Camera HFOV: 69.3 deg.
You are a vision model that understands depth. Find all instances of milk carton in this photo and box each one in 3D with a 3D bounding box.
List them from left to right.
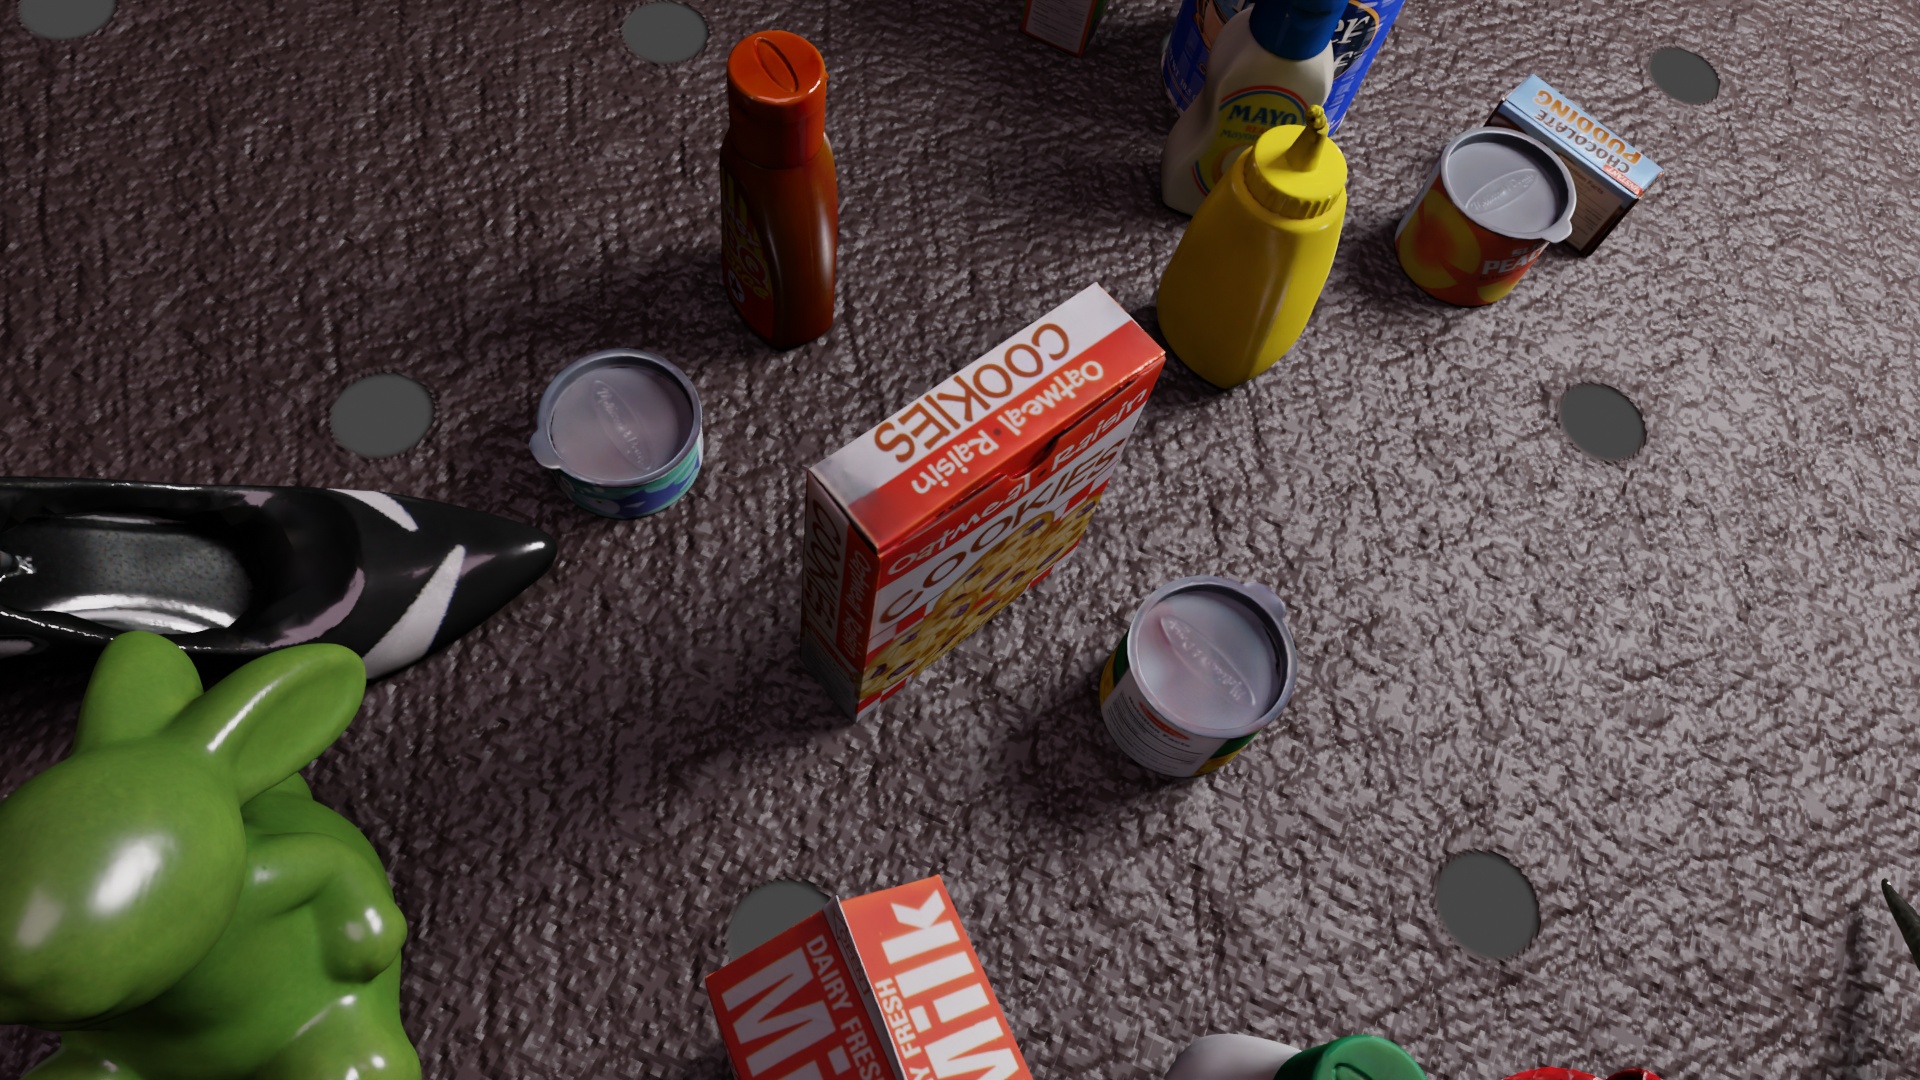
[{"bbox_3d":[-0.029,0.157,0.415,0.073,0.189,0.072,-21,69,-16],"label":"milk carton"}]

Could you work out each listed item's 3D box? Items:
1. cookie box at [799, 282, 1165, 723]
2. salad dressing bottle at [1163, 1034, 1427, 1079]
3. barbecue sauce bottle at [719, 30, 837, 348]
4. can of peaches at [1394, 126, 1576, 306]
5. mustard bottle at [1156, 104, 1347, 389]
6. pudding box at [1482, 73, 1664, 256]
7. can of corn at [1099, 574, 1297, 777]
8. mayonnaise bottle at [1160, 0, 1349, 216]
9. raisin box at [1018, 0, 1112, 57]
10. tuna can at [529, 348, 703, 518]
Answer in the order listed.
[{"bbox_3d":[0.002,-0.006,0.510,0.123,0.166,0.040,-36,74,-21],"label":"cookie box"},{"bbox_3d":[0.104,0.185,0.443,0.064,0.147,0.044,42,67,12],"label":"salad dressing bottle"},{"bbox_3d":[-0.076,-0.144,0.575,0.044,0.148,0.065,-26,71,-18],"label":"barbecue sauce bottle"},{"bbox_3d":[0.255,-0.155,0.676,0.071,0.057,0.071,3,64,-6],"label":"can of peaches"},{"bbox_3d":[0.129,-0.127,0.589,0.049,0.159,0.065,-37,75,-21],"label":"mustard bottle"},{"bbox_3d":[0.303,-0.190,0.704,0.084,0.049,0.030,42,67,12],"label":"pudding box"},{"bbox_3d":[0.094,0.054,0.554,0.071,0.058,0.071,3,64,-6],"label":"can of corn"},{"bbox_3d":[0.137,-0.205,0.634,0.065,0.147,0.041,8,64,-4],"label":"mayonnaise bottle"},{"bbox_3d":[0.071,-0.319,0.693,0.040,0.123,0.086,25,64,5],"label":"raisin box"},{"bbox_3d":[-0.144,-0.043,0.582,0.071,0.032,0.071,3,64,-6],"label":"tuna can"}]
